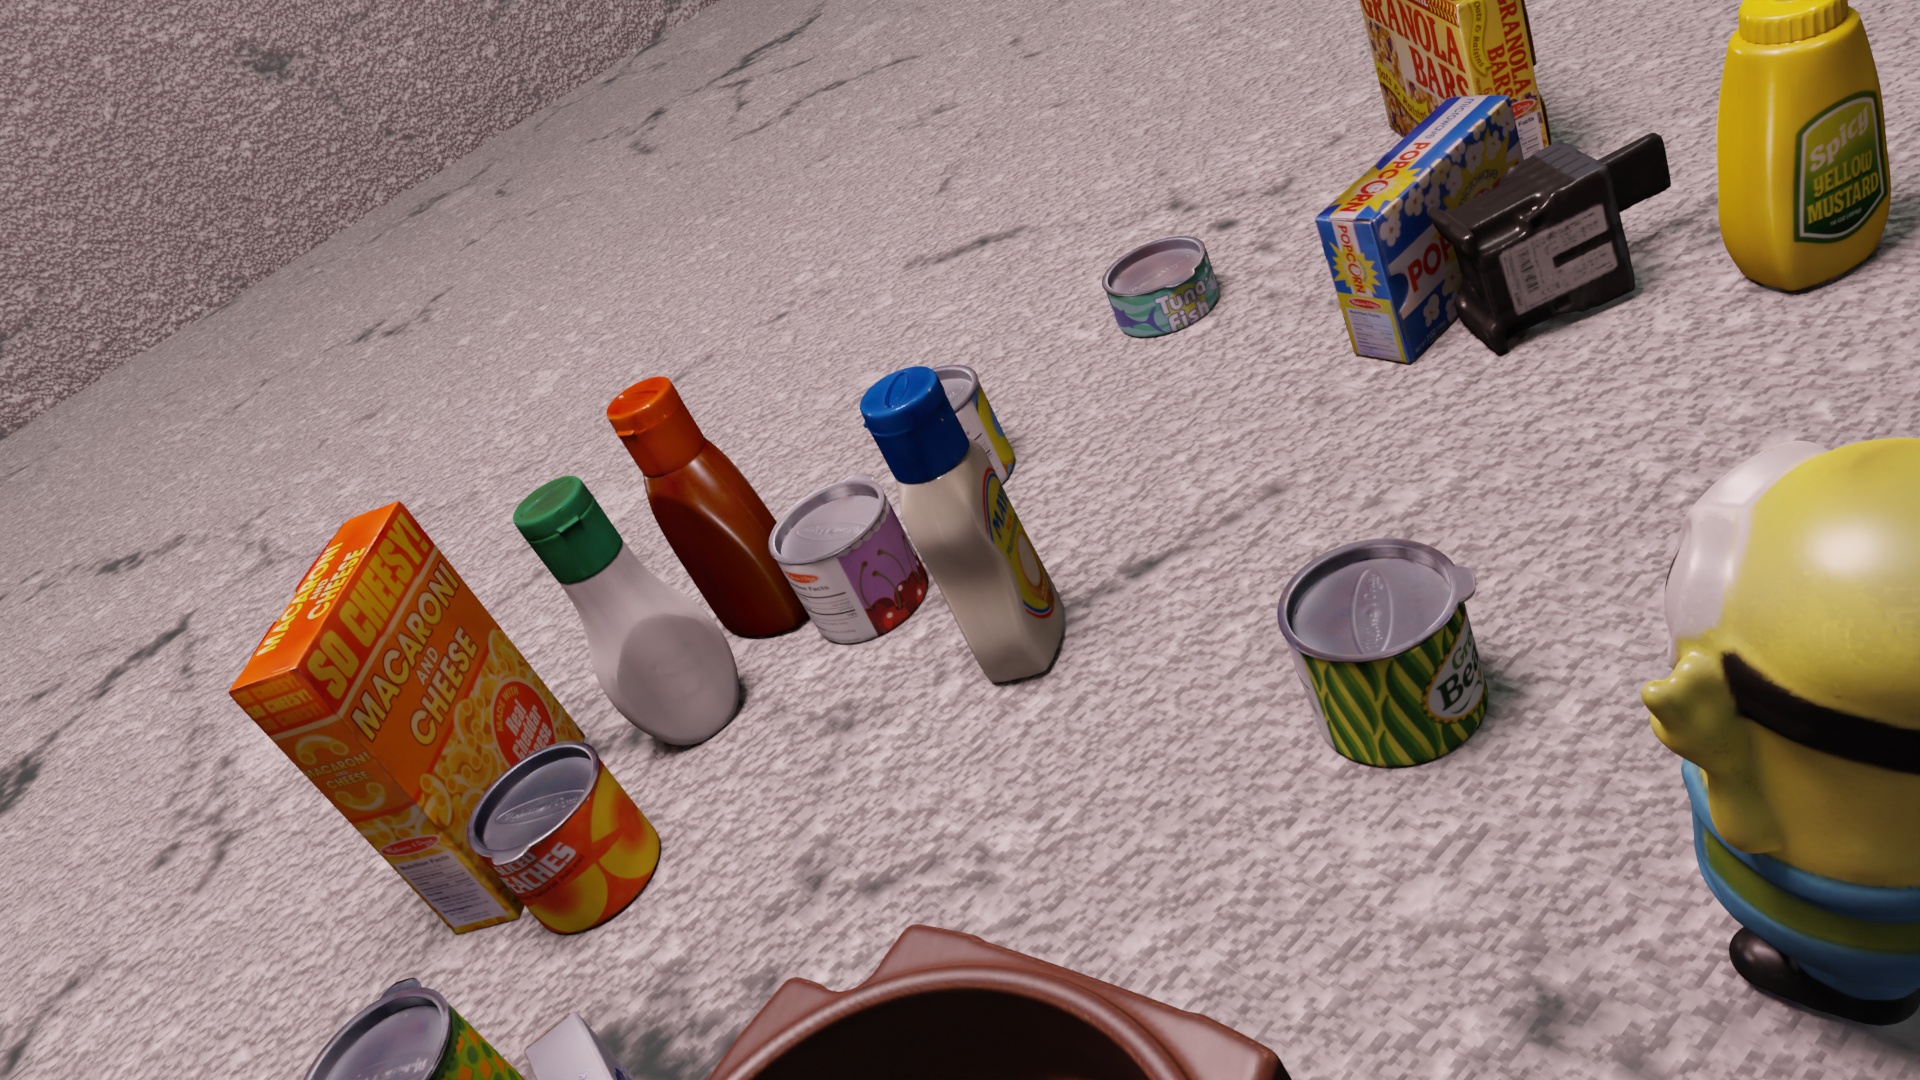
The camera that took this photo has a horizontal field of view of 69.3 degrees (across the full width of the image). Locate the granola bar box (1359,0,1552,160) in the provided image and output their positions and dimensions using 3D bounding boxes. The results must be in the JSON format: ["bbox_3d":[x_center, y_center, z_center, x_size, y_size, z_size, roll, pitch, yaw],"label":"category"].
[{"bbox_3d":[0.291,-0.287,0.829,0.039,0.123,0.166,-23,32,7],"label":"granola bar box"}]

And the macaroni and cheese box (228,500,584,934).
[{"bbox_3d":[-0.252,0.084,0.656,0.040,0.165,0.124,-18,33,14],"label":"macaroni and cheese box"}]

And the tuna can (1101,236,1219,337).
[{"bbox_3d":[0.124,-0.154,0.848,0.071,0.032,0.071,-19,33,13],"label":"tuna can"}]

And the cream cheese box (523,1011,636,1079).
[{"bbox_3d":[-0.114,0.213,0.478,0.024,0.053,0.104,-37,33,-15],"label":"cream cheese box"}]

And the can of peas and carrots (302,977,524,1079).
[{"bbox_3d":[-0.210,0.216,0.538,0.071,0.058,0.071,-19,33,13],"label":"can of peas and carrots"}]

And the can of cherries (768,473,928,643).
[{"bbox_3d":[-0.055,0.009,0.721,0.071,0.058,0.072,-19,33,13],"label":"can of cherries"}]

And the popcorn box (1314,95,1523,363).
[{"bbox_3d":[0.246,-0.164,0.724,0.127,0.085,0.038,-42,35,-22],"label":"popcorn box"}]

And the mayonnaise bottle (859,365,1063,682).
[{"bbox_3d":[0.002,-0.008,0.620,0.041,0.147,0.065,-14,34,20],"label":"mayonnaise bottle"}]

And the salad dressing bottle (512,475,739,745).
[{"bbox_3d":[-0.161,0.035,0.677,0.064,0.147,0.044,-38,33,-16],"label":"salad dressing bottle"}]

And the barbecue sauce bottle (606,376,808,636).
[{"bbox_3d":[-0.132,-0.016,0.728,0.065,0.148,0.044,-1,41,36],"label":"barbecue sauce bottle"}]

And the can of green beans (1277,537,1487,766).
[{"bbox_3d":[0.159,0.042,0.520,0.071,0.057,0.071,-19,33,13],"label":"can of green beans"}]

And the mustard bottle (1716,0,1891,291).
[{"bbox_3d":[0.364,-0.189,0.604,0.065,0.159,0.049,-29,32,-2],"label":"mustard bottle"}]

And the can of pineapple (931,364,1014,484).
[{"bbox_3d":[-0.010,-0.058,0.784,0.071,0.057,0.071,-19,33,13],"label":"can of pineapple"}]

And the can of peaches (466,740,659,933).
[{"bbox_3d":[-0.180,0.137,0.630,0.071,0.058,0.071,-19,33,13],"label":"can of peaches"}]
